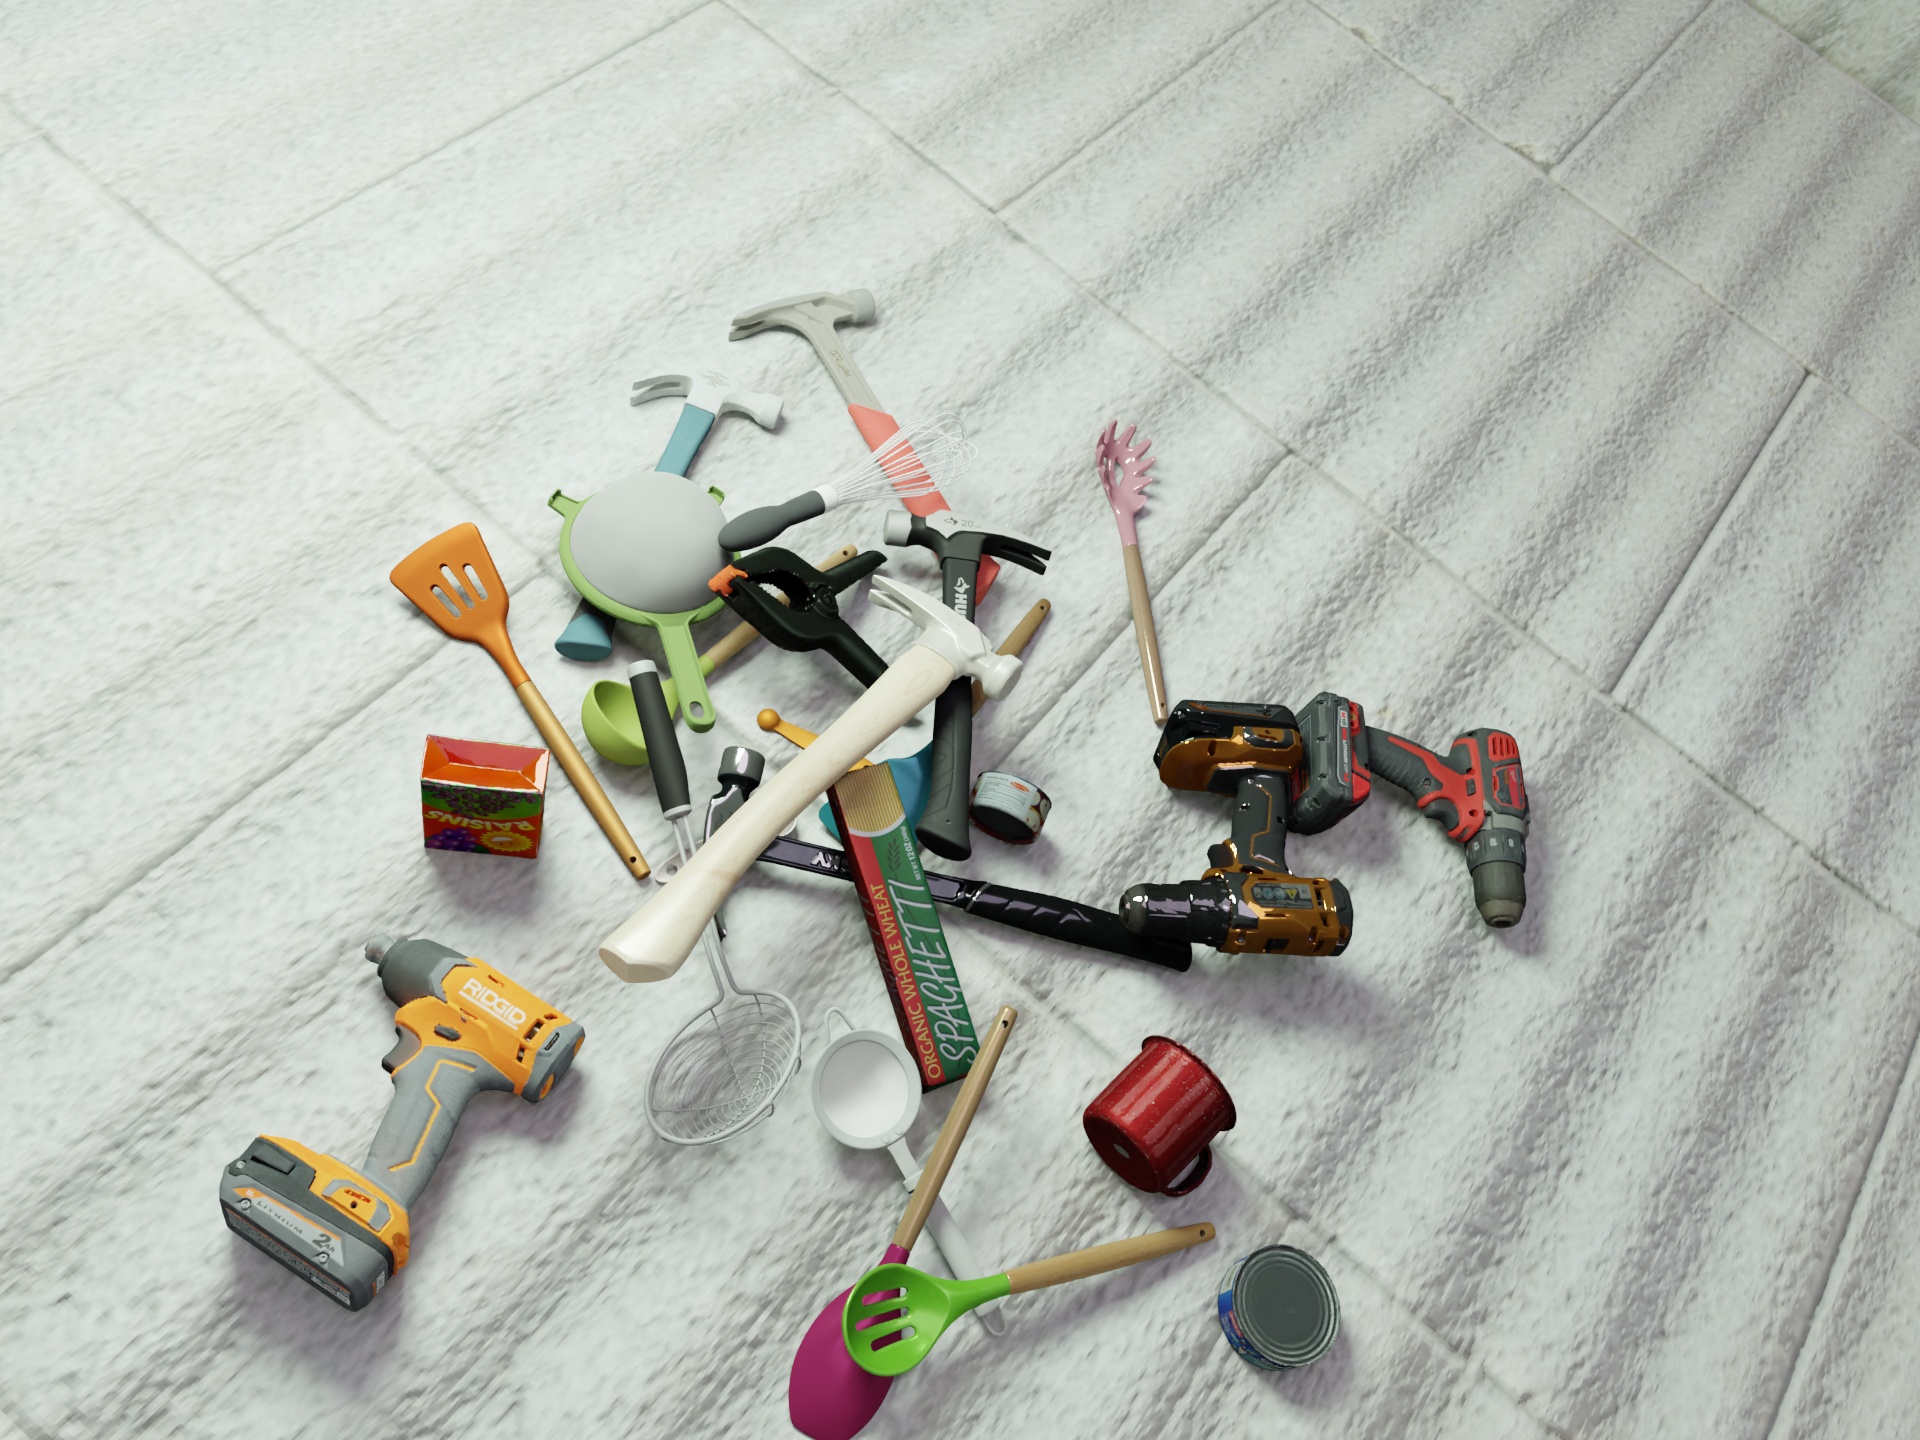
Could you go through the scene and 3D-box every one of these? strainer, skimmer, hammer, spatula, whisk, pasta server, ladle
[{"bbox_3d":[-0.230,-0.110,1.267,0.151,0.069,0.257,-5,56,-26],"label":"strainer"},{"bbox_3d":[-0.204,0.122,1.152,0.127,0.090,0.363,-21,76,16],"label":"skimmer"},{"bbox_3d":[-0.075,-0.255,1.474,0.149,0.036,0.359,-20,68,-26],"label":"hammer"},{"bbox_3d":[-0.002,-0.004,1.359,0.082,0.044,0.318,39,52,-2],"label":"spatula"},{"bbox_3d":[-0.093,-0.199,1.354,0.284,0.070,0.070,-29,73,-37],"label":"whisk"},{"bbox_3d":[-0.006,0.140,1.261,0.408,0.036,0.149,15,70,-11],"label":"hammer"},{"bbox_3d":[-0.265,-0.185,1.375,0.128,0.033,0.331,22,57,-5],"label":"hammer"},{"bbox_3d":[0.166,-0.142,1.483,0.060,0.040,0.316,8,60,-26],"label":"pasta server"},{"bbox_3d":[-0.187,-0.068,1.320,0.078,0.062,0.320,47,55,1],"label":"ladle"},{"bbox_3d":[0.001,-0.035,1.317,0.146,0.035,0.335,7,56,-7],"label":"hammer"},{"bbox_3d":[-0.122,0.038,1.183,0.146,0.038,0.411,34,53,14],"label":"hammer"},{"bbox_3d":[-0.334,-0.010,1.248,0.081,0.041,0.323,-34,76,-6],"label":"spatula"},{"bbox_3d":[-0.037,0.327,1.149,0.087,0.050,0.258,-24,76,-31],"label":"strainer"}]

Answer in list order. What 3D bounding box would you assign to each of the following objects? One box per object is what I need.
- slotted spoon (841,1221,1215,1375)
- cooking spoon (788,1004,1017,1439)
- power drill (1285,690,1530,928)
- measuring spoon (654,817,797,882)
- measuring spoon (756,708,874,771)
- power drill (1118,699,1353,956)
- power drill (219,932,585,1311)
[{"bbox_3d":[0.054,0.395,1.124,0.313,0.031,0.070,-4,75,-29],"label":"slotted spoon"},{"bbox_3d":[-0.031,0.345,1.115,0.068,0.017,0.319,28,70,-3],"label":"cooking spoon"},{"bbox_3d":[0.403,0.079,1.410,0.226,0.080,0.188,13,58,-13],"label":"power drill"},{"bbox_3d":[-0.185,0.097,1.252,0.124,0.018,0.034,-27,81,-21],"label":"measuring spoon"},{"bbox_3d":[-0.115,0.020,1.316,0.117,0.011,0.021,28,57,-1],"label":"measuring spoon"},{"bbox_3d":[0.213,0.092,1.318,0.185,0.084,0.226,3,51,-9],"label":"power drill"},{"bbox_3d":[-0.382,0.253,1.061,0.164,0.084,0.227,33,53,4],"label":"power drill"}]
